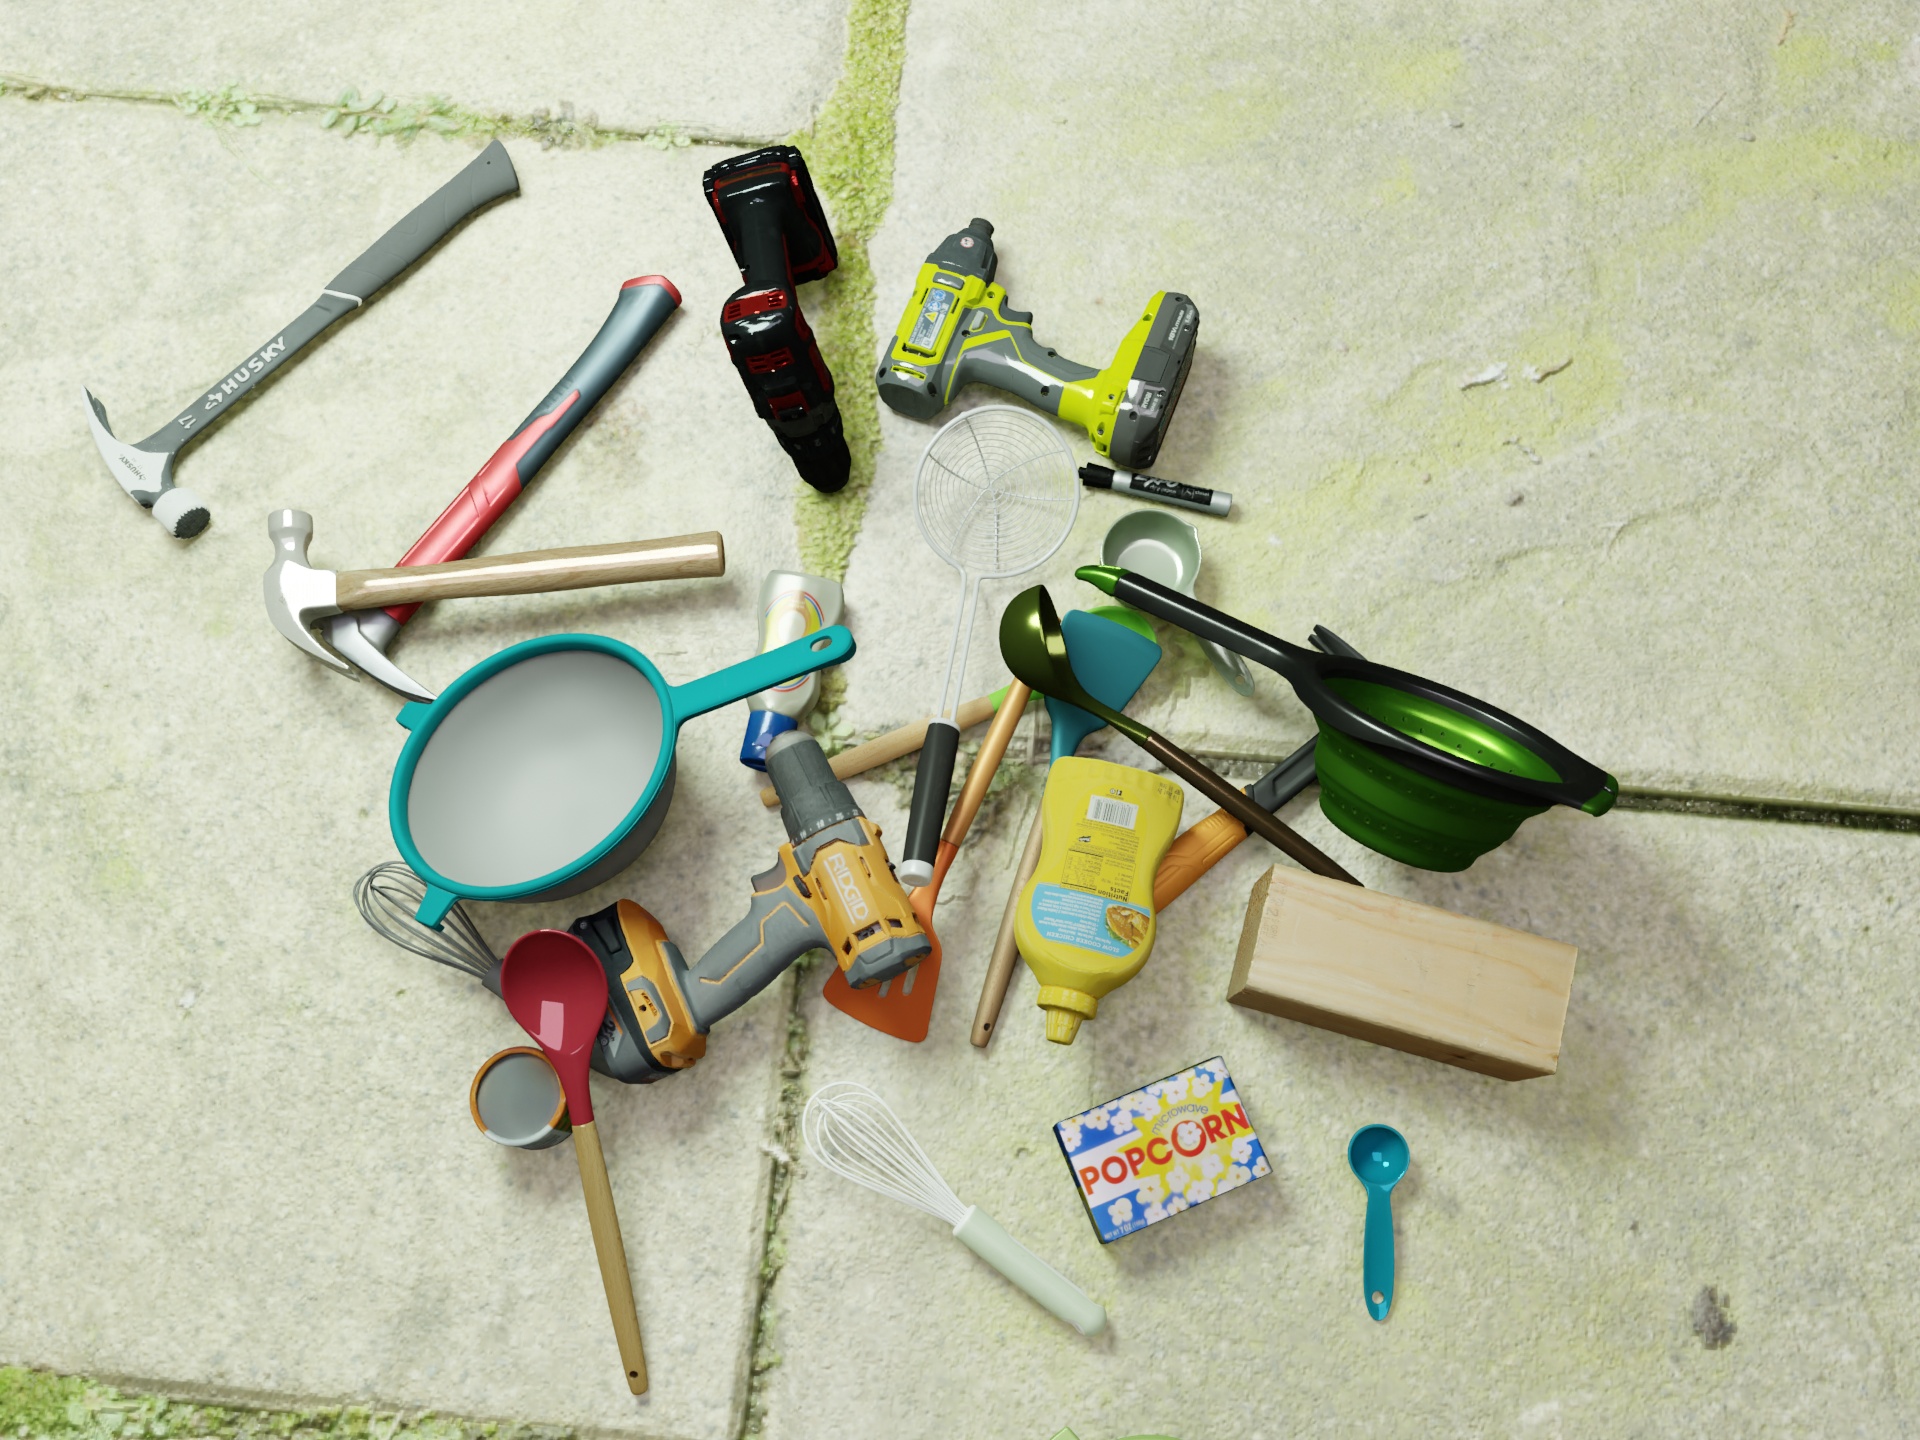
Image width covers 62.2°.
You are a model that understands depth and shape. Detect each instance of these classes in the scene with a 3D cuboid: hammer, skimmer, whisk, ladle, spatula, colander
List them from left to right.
[{"bbox_3d":[-0.513,-0.328,1.272,0.149,0.036,0.409,41,77,12],"label":"hammer"},{"bbox_3d":[-0.325,0.176,1.114,0.239,0.055,0.055,35,76,5],"label":"whisk"},{"bbox_3d":[-0.339,-0.104,1.168,0.331,0.031,0.130,-6,75,-4],"label":"hammer"},{"bbox_3d":[-0.333,-0.188,1.227,0.143,0.038,0.386,35,76,9],"label":"hammer"},{"bbox_3d":[-0.240,0.288,1.039,0.069,0.031,0.315,-11,93,3],"label":"ladle"},{"bbox_3d":[-0.003,0.329,1.065,0.246,0.057,0.059,37,68,6],"label":"whisk"},{"bbox_3d":[0.002,0.068,1.138,0.081,0.041,0.323,23,77,8],"label":"spatula"},{"bbox_3d":[0.006,-0.060,1.129,0.127,0.090,0.364,17,58,-11],"label":"skimmer"},{"bbox_3d":[0.061,0.079,1.139,0.082,0.044,0.318,22,76,-18],"label":"spatula"},{"bbox_3d":[0.158,0.019,1.108,0.320,0.078,0.062,36,110,-2],"label":"ladle"},{"bbox_3d":[0.184,0.073,1.148,0.337,0.034,0.127,-38,77,-11],"label":"hammer"},{"bbox_3d":[0.242,0.004,1.102,0.397,0.204,0.094,27,110,22],"label":"colander"}]

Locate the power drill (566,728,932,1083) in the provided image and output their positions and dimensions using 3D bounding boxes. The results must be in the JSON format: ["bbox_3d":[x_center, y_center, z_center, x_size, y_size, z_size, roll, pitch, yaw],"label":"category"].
[{"bbox_3d":[-0.155,0.127,1.092,0.226,0.084,0.185,-27,74,2],"label":"power drill"}]

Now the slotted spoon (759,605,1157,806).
[{"bbox_3d":[-0.002,-0.004,1.176,0.314,0.031,0.070,-23,92,-5],"label":"slotted spoon"}]

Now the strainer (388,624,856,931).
[{"bbox_3d":[-0.223,0.025,1.114,0.340,0.095,0.211,-22,53,1],"label":"strainer"}]

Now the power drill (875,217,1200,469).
[{"bbox_3d":[0.065,-0.297,1.242,0.223,0.080,0.171,19,74,9],"label":"power drill"}]

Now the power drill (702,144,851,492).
[{"bbox_3d":[-0.131,-0.302,1.210,0.080,0.187,0.227,-13,55,7],"label":"power drill"}]

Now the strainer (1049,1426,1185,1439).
[{"bbox_3d":[0.106,0.573,0.977,0.151,0.069,0.256,12,74,1],"label":"strainer"}]

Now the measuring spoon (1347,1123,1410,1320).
[{"bbox_3d":[0.281,0.339,1.080,0.042,0.021,0.129,2,82,0],"label":"measuring spoon"}]

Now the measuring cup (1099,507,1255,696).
[{"bbox_3d":[0.167,-0.082,1.195,0.083,0.038,0.168,-32,77,-9],"label":"measuring cup"}]
